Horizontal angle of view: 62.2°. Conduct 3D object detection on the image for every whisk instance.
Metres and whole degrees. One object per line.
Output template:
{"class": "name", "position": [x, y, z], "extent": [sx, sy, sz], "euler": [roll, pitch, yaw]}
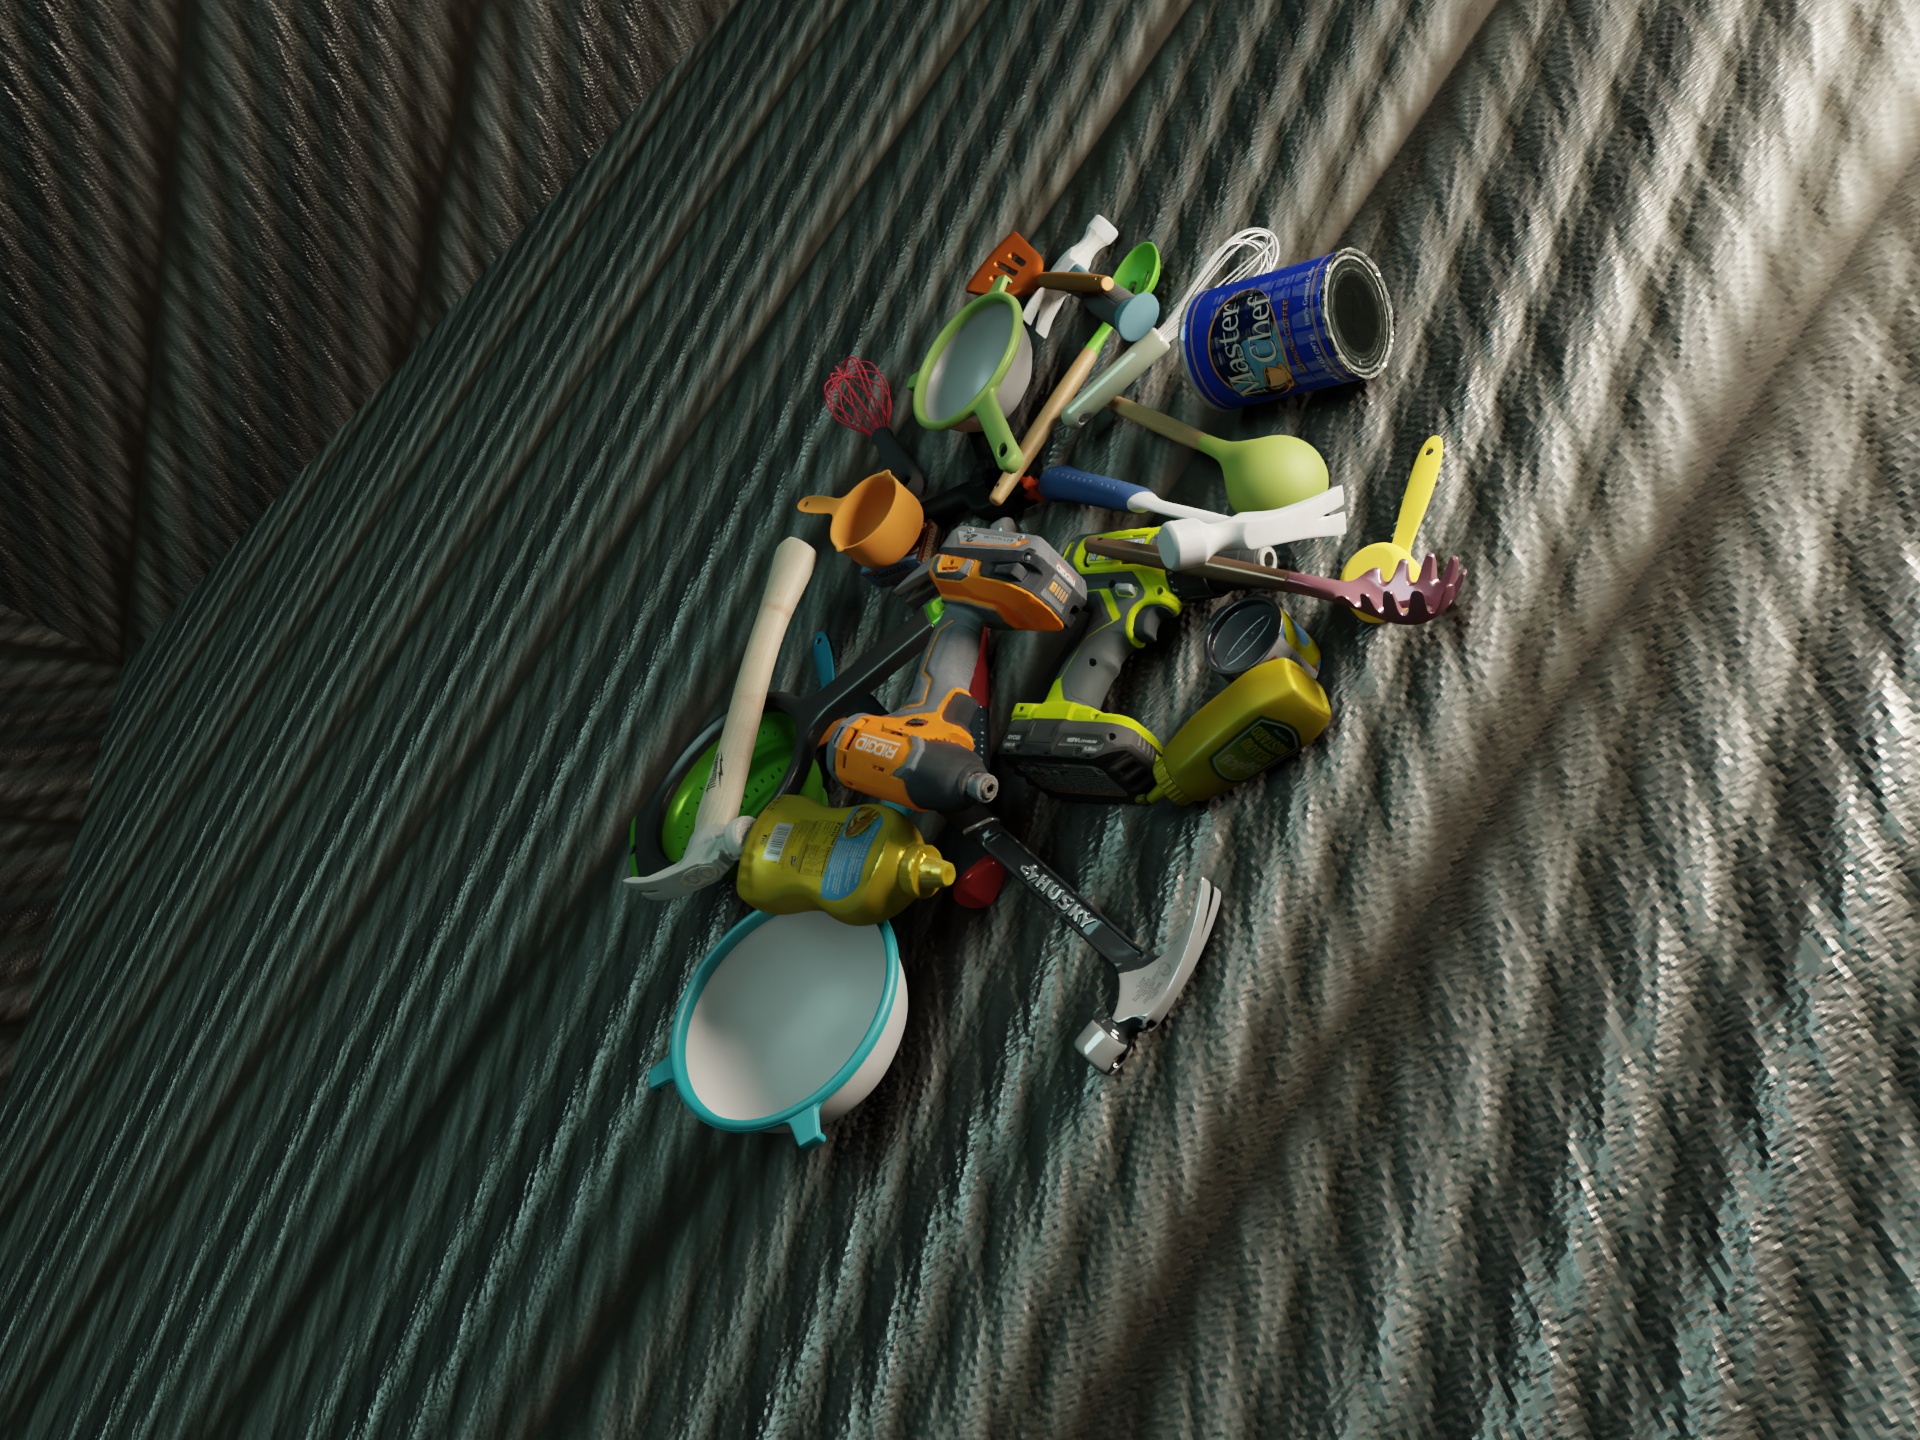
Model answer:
{"class": "whisk", "position": [0.186, -0.350, 1.430], "extent": [0.246, 0.057, 0.059], "euler": [-41, 58, 14]}
{"class": "whisk", "position": [-0.088, -0.308, 1.684], "extent": [0.073, 0.073, 0.296], "euler": [-44, 37, 13]}

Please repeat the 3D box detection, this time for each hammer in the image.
{"class": "hammer", "position": [-0.002, -0.004, 1.385], "extent": [0.143, 0.038, 0.387], "euler": [-28, 44, 32]}
{"class": "hammer", "position": [-0.201, -0.017, 1.463], "extent": [0.146, 0.038, 0.411], "euler": [-25, 38, 32]}
{"class": "hammer", "position": [0.031, 0.088, 1.220], "extent": [0.149, 0.036, 0.409], "euler": [-50, 49, 1]}
{"class": "hammer", "position": [0.128, -0.400, 1.486], "extent": [0.128, 0.033, 0.331], "euler": [-48, 21, 12]}
{"class": "hammer", "position": [0.154, -0.172, 1.261], "extent": [0.144, 0.035, 0.406], "euler": [-12, 16, -14]}

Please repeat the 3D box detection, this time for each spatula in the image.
{"class": "spatula", "position": [0.081, -0.429, 1.529], "extent": [0.081, 0.041, 0.323], "euler": [-50, 22, 3]}

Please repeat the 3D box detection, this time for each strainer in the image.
{"class": "strainer", "position": [0.037, -0.300, 1.509], "extent": [0.151, 0.069, 0.257], "euler": [-45, 39, 24]}
{"class": "strainer", "position": [-0.091, 0.194, 1.290], "extent": [0.211, 0.095, 0.340], "euler": [7, 57, 41]}

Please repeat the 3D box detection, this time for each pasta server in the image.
{"class": "pasta server", "position": [0.216, -0.112, 1.159], "extent": [0.316, 0.040, 0.060], "euler": [17, 41, 40]}

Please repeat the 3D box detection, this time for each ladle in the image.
{"class": "ladle", "position": [0.202, -0.233, 1.351], "extent": [0.078, 0.062, 0.320], "euler": [-48, 30, 2]}

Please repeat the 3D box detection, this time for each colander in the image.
{"class": "colander", "position": [-0.127, 0.031, 1.447], "extent": [0.397, 0.094, 0.205], "euler": [-38, 33, 13]}

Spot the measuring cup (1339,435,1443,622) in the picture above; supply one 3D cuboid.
{"class": "measuring cup", "position": [0.318, -0.145, 1.156], "extent": [0.062, 0.029, 0.156], "euler": [5, 68, 49]}

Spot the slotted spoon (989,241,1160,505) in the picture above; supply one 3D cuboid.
{"class": "slotted spoon", "position": [0.109, -0.325, 1.495], "extent": [0.070, 0.031, 0.314], "euler": [2, 56, 57]}

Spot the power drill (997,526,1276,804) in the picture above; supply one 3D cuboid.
{"class": "power drill", "position": [0.137, -0.053, 1.244], "extent": [0.191, 0.080, 0.229], "euler": [2, 61, 45]}

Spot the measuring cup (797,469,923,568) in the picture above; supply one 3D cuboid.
{"class": "measuring cup", "position": [-0.102, -0.198, 1.581], "extent": [0.174, 0.052, 0.095], "euler": [17, 74, 53]}

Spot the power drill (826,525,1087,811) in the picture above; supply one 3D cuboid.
{"class": "power drill", "position": [0.006, -0.033, 1.230], "extent": [0.164, 0.084, 0.226], "euler": [15, 72, 47]}

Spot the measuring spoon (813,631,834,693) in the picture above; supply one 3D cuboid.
{"class": "measuring spoon", "position": [-0.139, -0.049, 1.578], "extent": [0.042, 0.021, 0.129], "euler": [-37, 41, 21]}

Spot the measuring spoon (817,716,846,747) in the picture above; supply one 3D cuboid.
{"class": "measuring spoon", "position": [-0.144, 0.025, 1.540], "extent": [0.117, 0.011, 0.021], "euler": [-28, 44, 25]}
